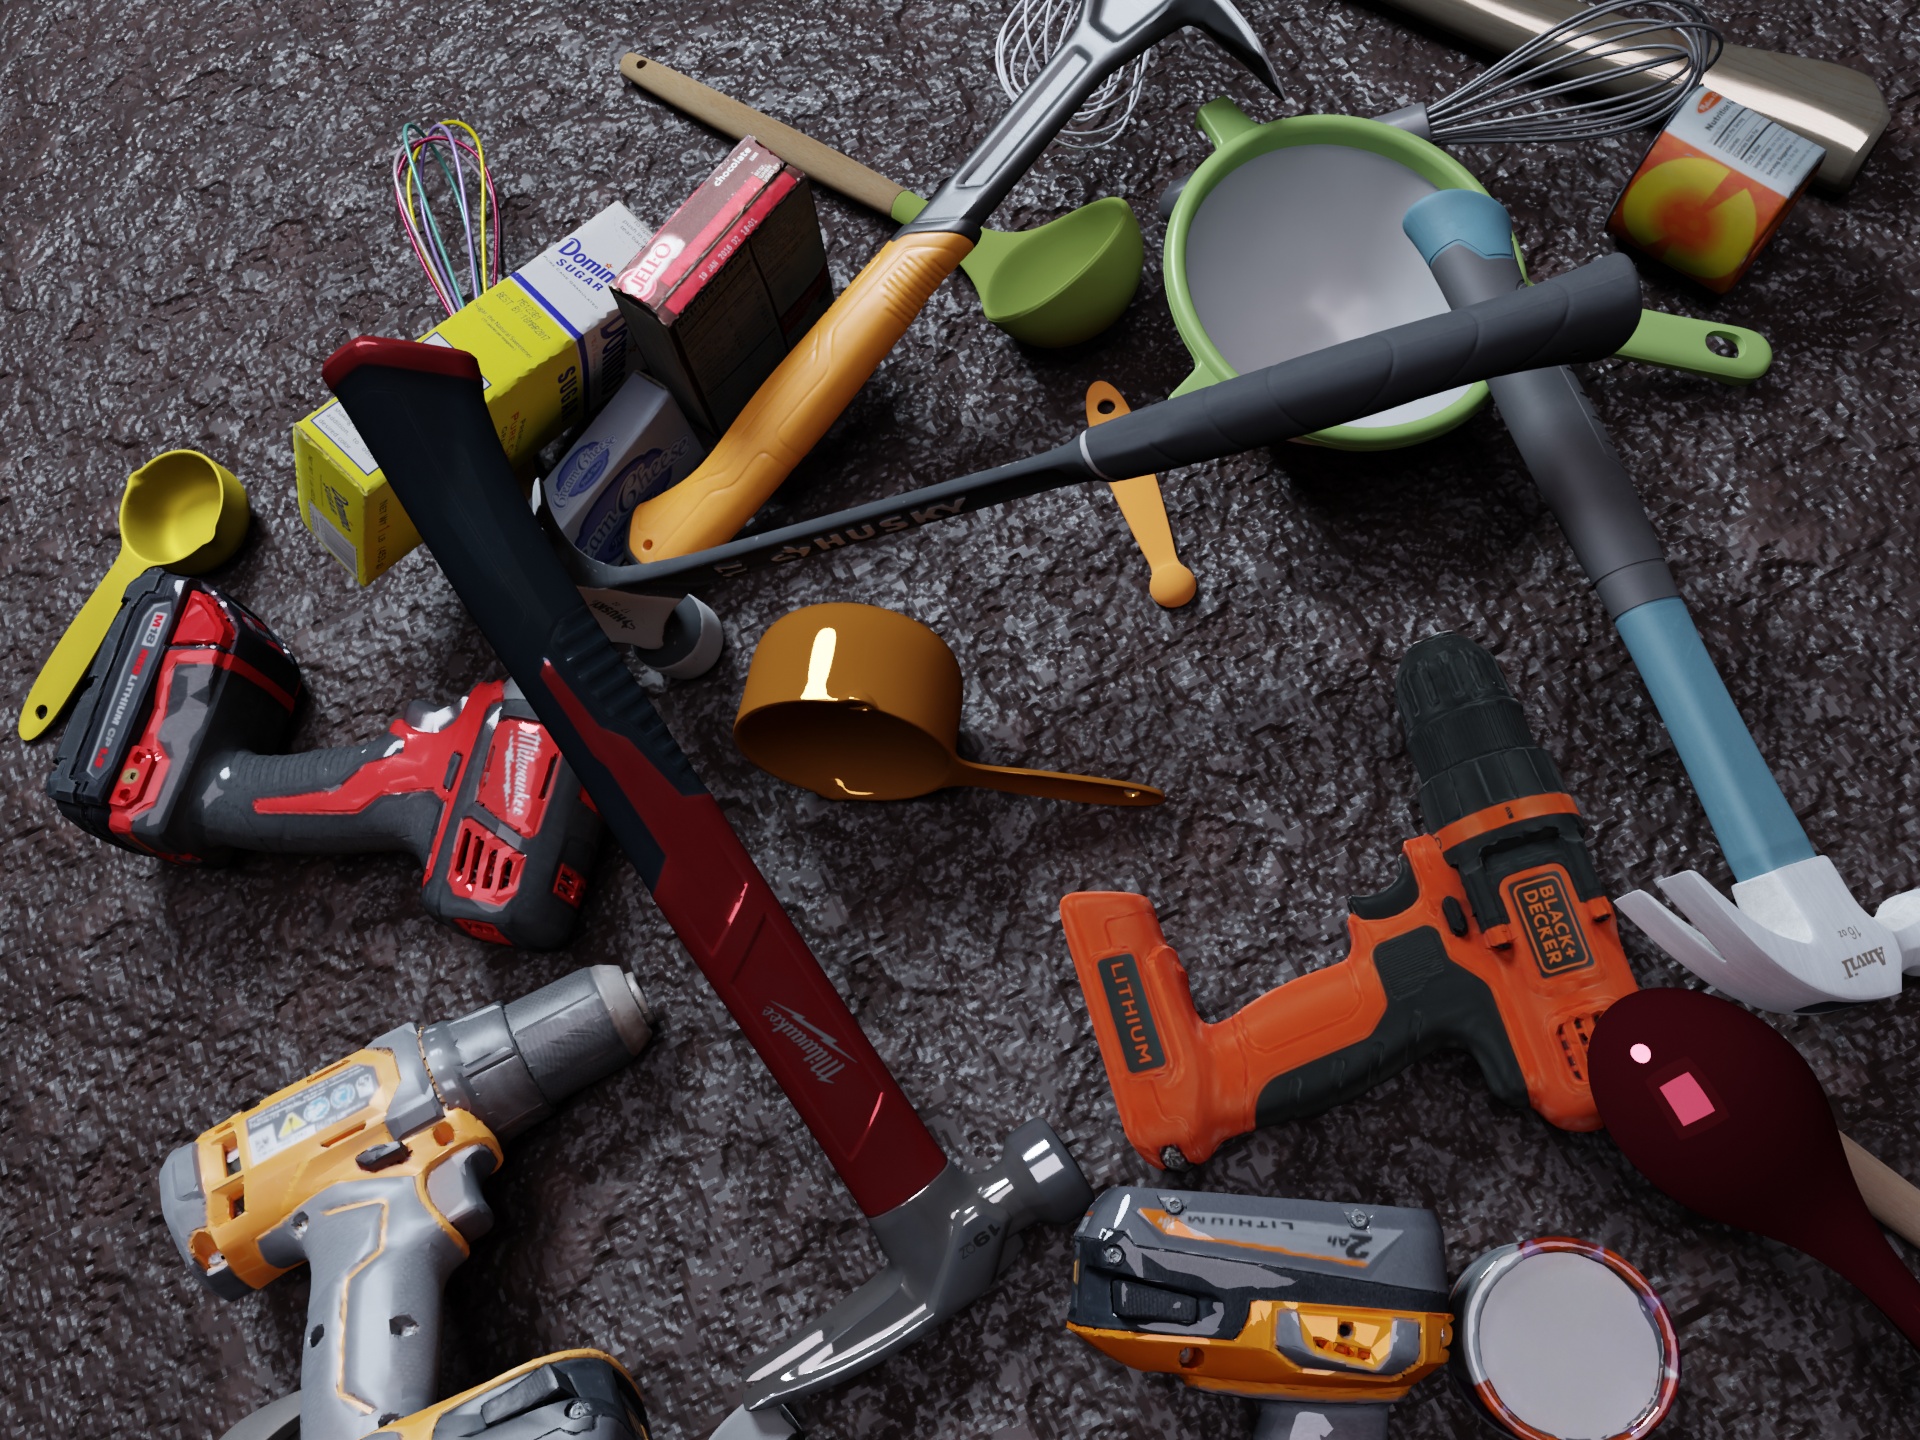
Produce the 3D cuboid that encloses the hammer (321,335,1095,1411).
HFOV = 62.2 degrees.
[{"bbox_3d":[-0.110,0.050,0.545,0.143,0.038,0.386,-33,99,-7],"label":"hammer"}]

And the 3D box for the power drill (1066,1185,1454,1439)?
[{"bbox_3d":[0.077,0.267,0.502,0.164,0.084,0.227,4,73,2],"label":"power drill"}]

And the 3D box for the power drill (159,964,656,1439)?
[{"bbox_3d":[-0.170,0.192,0.553,0.185,0.084,0.226,-27,43,-13],"label":"power drill"}]

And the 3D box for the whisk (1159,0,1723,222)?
[{"bbox_3d":[0.202,-0.258,0.692,0.239,0.055,0.055,-12,67,19],"label":"whisk"}]

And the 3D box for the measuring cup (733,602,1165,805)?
[{"bbox_3d":[-0.001,-0.002,0.636,0.173,0.095,0.052,9,63,-6],"label":"measuring cup"}]

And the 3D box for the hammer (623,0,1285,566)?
[{"bbox_3d":[-0.021,-0.178,0.665,0.337,0.034,0.127,-47,65,12],"label":"hammer"}]

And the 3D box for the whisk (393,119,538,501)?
[{"bbox_3d":[-0.230,-0.192,0.761,0.047,0.051,0.245,-18,70,-3],"label":"whisk"}]

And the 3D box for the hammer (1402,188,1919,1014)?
[{"bbox_3d":[0.245,-0.052,0.579,0.128,0.033,0.331,-10,71,-29],"label":"hammer"}]

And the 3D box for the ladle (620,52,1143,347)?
[{"bbox_3d":[-0.050,-0.262,0.749,0.320,0.062,0.078,34,76,22],"label":"ladle"}]

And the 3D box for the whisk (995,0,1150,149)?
[{"bbox_3d":[0.085,-0.380,0.736,0.070,0.070,0.285,16,71,15],"label":"whisk"}]

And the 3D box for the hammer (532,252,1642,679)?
[{"bbox_3d":[0.034,-0.096,0.585,0.409,0.149,0.036,-14,73,14],"label":"hammer"}]

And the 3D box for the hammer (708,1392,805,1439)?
[{"bbox_3d":[-0.138,0.399,0.521,0.335,0.035,0.146,-44,68,-8],"label":"hammer"}]

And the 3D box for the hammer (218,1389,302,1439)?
[{"bbox_3d":[-0.141,0.318,0.518,0.331,0.031,0.130,12,68,28],"label":"hammer"}]

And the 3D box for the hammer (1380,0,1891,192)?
[{"bbox_3d":[0.217,-0.336,0.740,0.411,0.038,0.146,33,79,19],"label":"hammer"}]

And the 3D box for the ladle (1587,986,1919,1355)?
[{"bbox_3d":[0.314,0.209,0.484,0.069,0.031,0.315,-38,82,-16],"label":"ladle"}]

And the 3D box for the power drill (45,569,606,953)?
[{"bbox_3d":[-0.249,0.009,0.671,0.220,0.078,0.143,10,71,10],"label":"power drill"}]

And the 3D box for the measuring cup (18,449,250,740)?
[{"bbox_3d":[-0.390,-0.055,0.750,0.062,0.029,0.156,33,90,20],"label":"measuring cup"}]

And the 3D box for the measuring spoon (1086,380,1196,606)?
[{"bbox_3d":[0.076,-0.101,0.687,0.021,0.011,0.117,-18,67,3],"label":"measuring spoon"}]

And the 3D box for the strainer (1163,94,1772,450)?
[{"bbox_3d":[0.204,-0.162,0.670,0.256,0.069,0.151,9,73,-5],"label":"strainer"}]

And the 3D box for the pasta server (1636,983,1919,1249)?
[{"bbox_3d":[0.312,0.158,0.533,0.316,0.040,0.060,39,86,22],"label":"pasta server"}]
